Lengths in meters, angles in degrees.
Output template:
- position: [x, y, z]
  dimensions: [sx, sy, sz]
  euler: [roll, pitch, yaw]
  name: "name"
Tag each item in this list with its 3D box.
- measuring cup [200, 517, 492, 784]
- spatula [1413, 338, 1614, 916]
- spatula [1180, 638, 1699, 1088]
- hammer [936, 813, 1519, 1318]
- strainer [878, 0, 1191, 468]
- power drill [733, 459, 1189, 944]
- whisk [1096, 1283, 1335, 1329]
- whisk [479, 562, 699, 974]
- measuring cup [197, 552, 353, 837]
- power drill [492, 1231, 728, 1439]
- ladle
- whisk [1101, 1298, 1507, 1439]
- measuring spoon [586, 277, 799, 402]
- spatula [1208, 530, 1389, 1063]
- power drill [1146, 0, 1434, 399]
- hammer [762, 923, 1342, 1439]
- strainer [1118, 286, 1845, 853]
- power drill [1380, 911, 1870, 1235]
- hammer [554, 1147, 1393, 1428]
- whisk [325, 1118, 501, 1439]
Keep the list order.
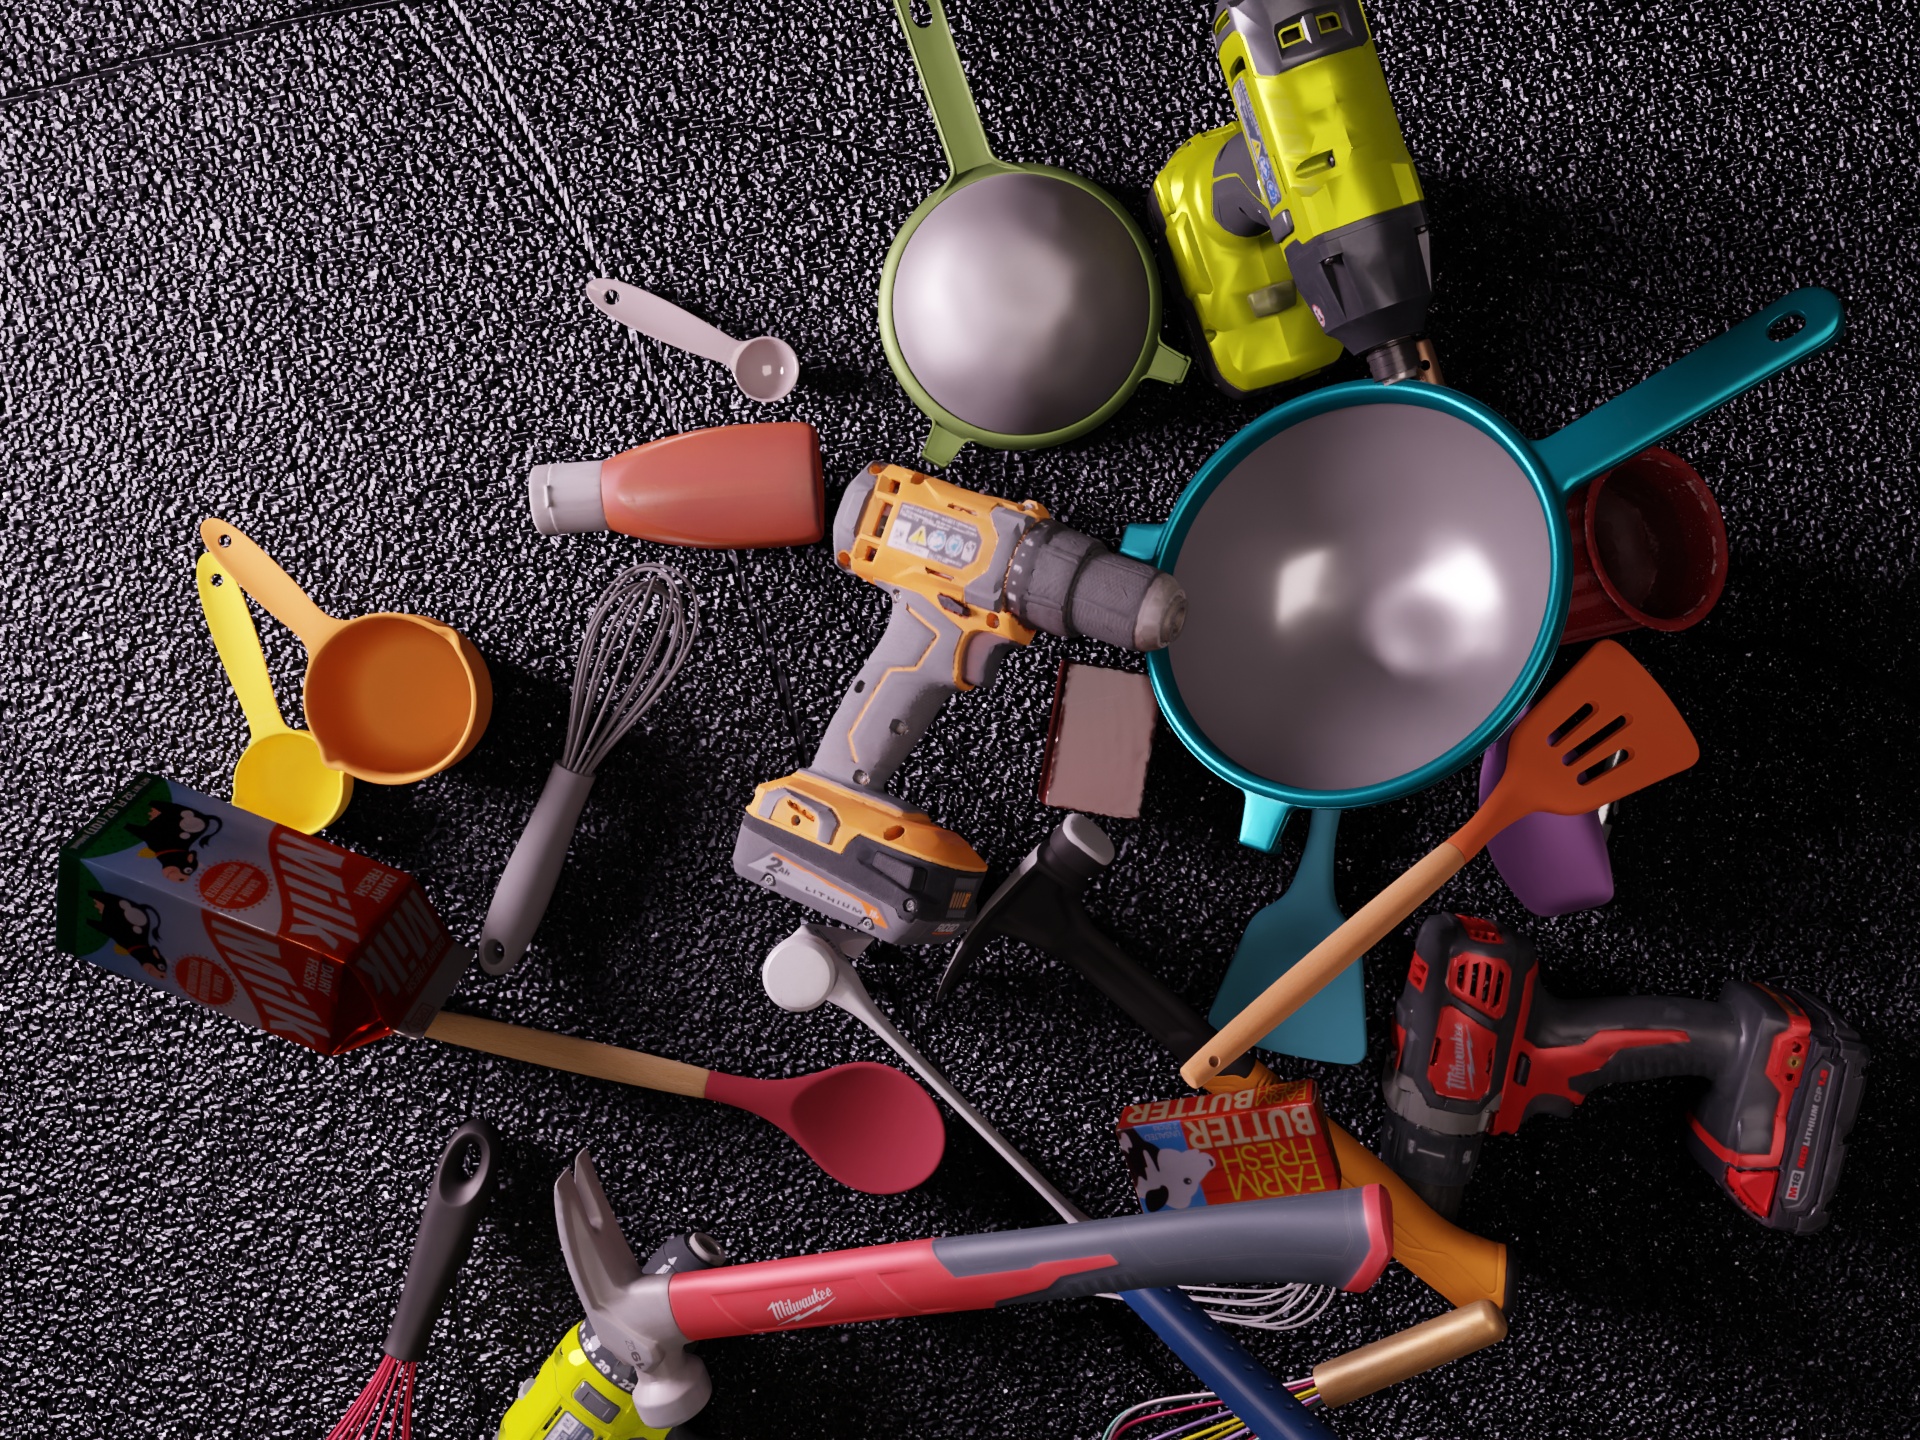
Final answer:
- position: [-0.319, -0.041, 0.827]
  dimensions: [0.173, 0.052, 0.095]
  euler: [44, 92, -1]
  name: "measuring cup"
- position: [0.283, -0.049, 0.850]
  dimensions: [0.060, 0.018, 0.316]
  euler: [-14, 91, 15]
  name: "spatula"
- position: [0.237, 0.080, 0.803]
  dimensions: [0.322, 0.041, 0.081]
  euler: [-36, 88, -16]
  name: "spatula"
- position: [0.146, 0.198, 0.823]
  dimensions: [0.337, 0.034, 0.127]
  euler: [40, 115, 1]
  name: "hammer"
- position: [0.015, -0.267, 0.811]
  dimensions: [0.151, 0.069, 0.256]
  euler: [-19, 95, 0]
  name: "strainer"
- position: [-0.001, -0.003, 0.796]
  dimensions: [0.185, 0.084, 0.226]
  euler: [20, 92, 24]
  name: "power drill"
- position: [0.061, 0.294, 0.852]
  dimensions: [0.284, 0.070, 0.070]
  euler: [-4, 93, 4]
  name: "whisk"
- position: [-0.200, 0.028, 0.839]
  dimensions: [0.055, 0.055, 0.239]
  euler: [24, 97, -3]
  name: "whisk"
- position: [-0.366, -0.014, 0.840]
  dimensions: [0.062, 0.029, 0.156]
  euler: [-19, 91, 0]
  name: "measuring cup"
- position: [-0.127, 0.403, 0.845]
  dimensions: [0.228, 0.080, 0.190]
  euler: [38, 92, 0]
  name: "power drill"
- position: [-0.162, 0.192, 0.856]
  dimensions: [0.315, 0.031, 0.069]
  euler: [13, 91, 0]
  name: "ladle"
- position: [0.172, 0.356, 0.834]
  dimensions: [0.245, 0.051, 0.047]
  euler: [-32, 118, 20]
  name: "whisk"
- position: [-0.141, -0.203, 0.842]
  dimensions: [0.124, 0.018, 0.034]
  euler: [26, 93, 4]
  name: "measuring spoon"
- position: [0.202, 0.018, 0.844]
  dimensions: [0.082, 0.044, 0.317]
  euler: [11, 92, 16]
  name: "spatula"
- position: [0.153, -0.227, 0.739]
  dimensions: [0.080, 0.223, 0.171]
  euler: [-19, 94, 0]
  name: "power drill"
- position: [0.061, 0.248, 0.786]
  dimensions: [0.405, 0.144, 0.035]
  euler: [44, 90, 3]
  name: "hammer"
- position: [0.252, -0.084, 0.758]
  dimensions: [0.340, 0.095, 0.211]
  euler: [-32, 60, 24]
  name: "strainer"
- position: [0.335, 0.209, 0.843]
  dimensions: [0.226, 0.080, 0.188]
  euler: [9, 100, 2]
  name: "power drill"
- position: [-0.002, 0.238, 0.723]
  dimensions: [0.386, 0.038, 0.143]
  euler: [-14, 104, 19]
  name: "hammer"
- position: [-0.304, 0.356, 0.849]
  dimensions: [0.073, 0.073, 0.296]
  euler: [19, 87, -2]
  name: "whisk"
